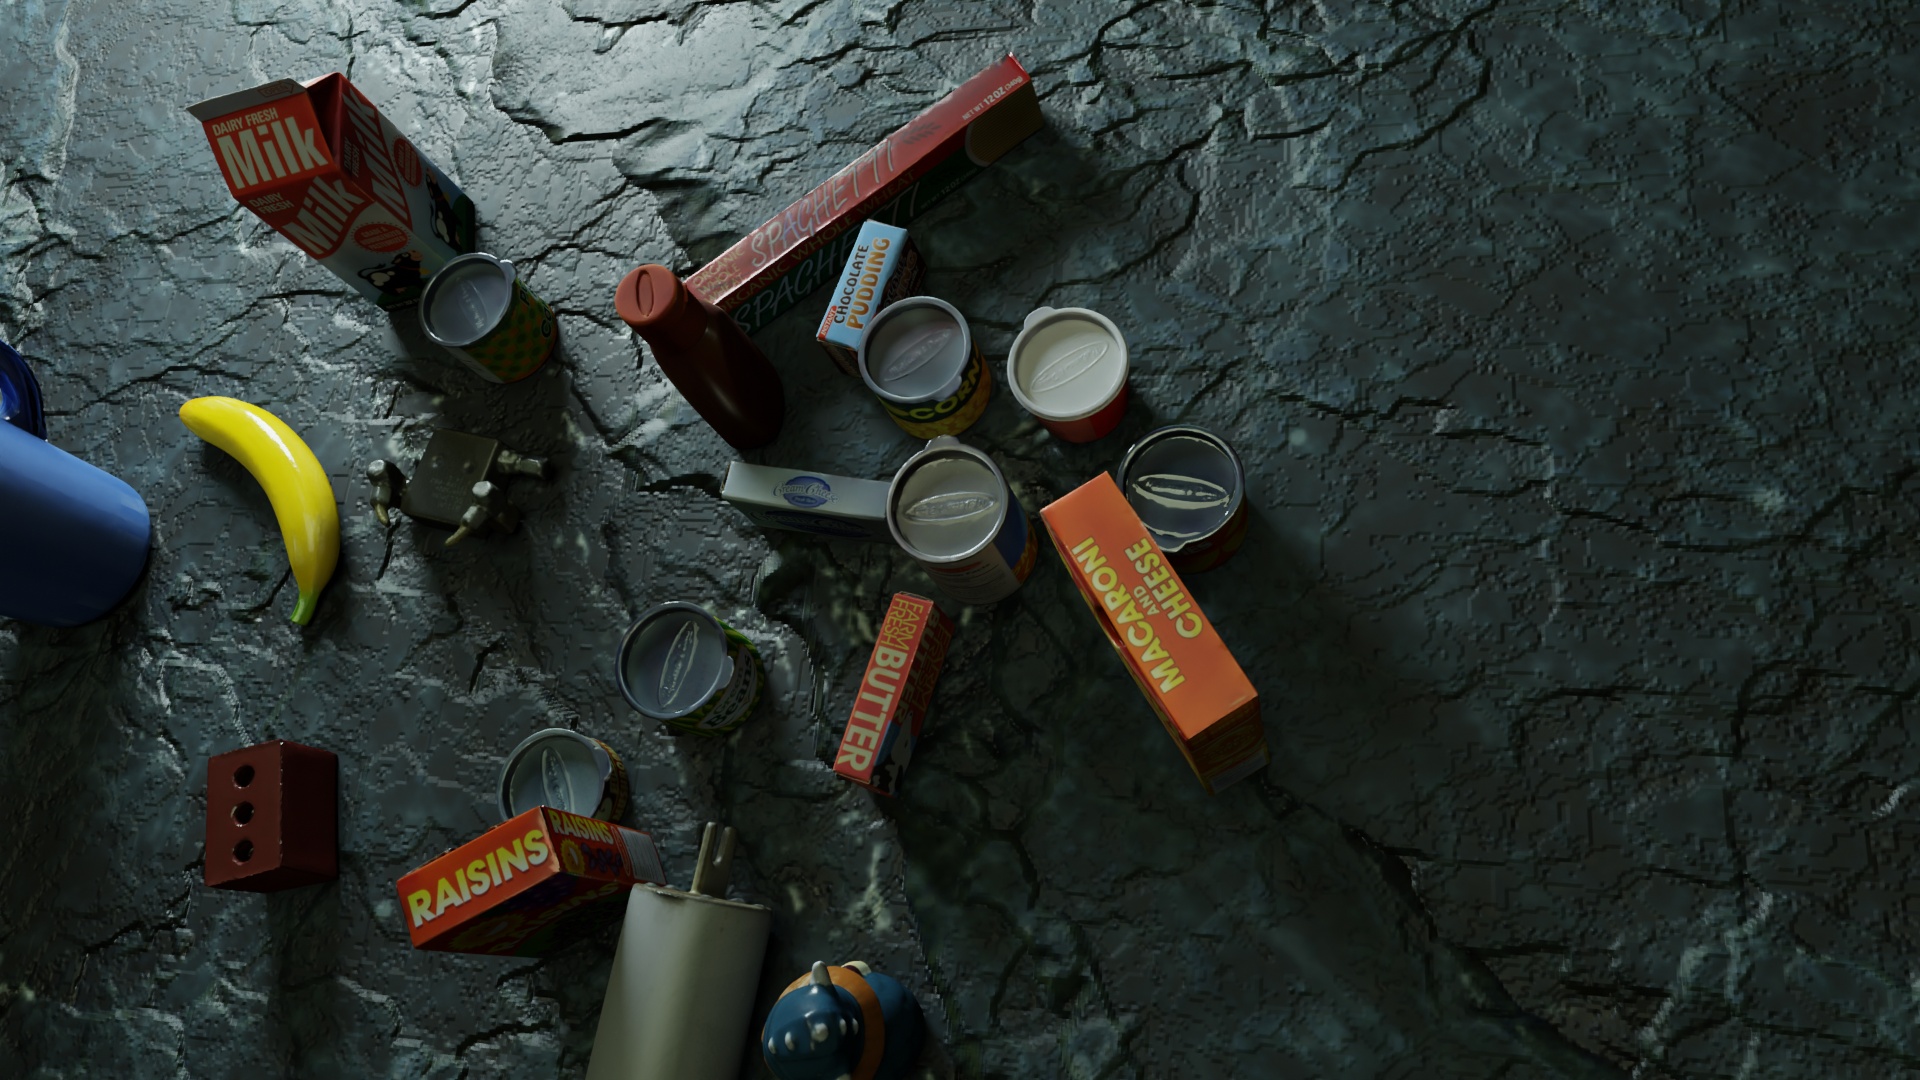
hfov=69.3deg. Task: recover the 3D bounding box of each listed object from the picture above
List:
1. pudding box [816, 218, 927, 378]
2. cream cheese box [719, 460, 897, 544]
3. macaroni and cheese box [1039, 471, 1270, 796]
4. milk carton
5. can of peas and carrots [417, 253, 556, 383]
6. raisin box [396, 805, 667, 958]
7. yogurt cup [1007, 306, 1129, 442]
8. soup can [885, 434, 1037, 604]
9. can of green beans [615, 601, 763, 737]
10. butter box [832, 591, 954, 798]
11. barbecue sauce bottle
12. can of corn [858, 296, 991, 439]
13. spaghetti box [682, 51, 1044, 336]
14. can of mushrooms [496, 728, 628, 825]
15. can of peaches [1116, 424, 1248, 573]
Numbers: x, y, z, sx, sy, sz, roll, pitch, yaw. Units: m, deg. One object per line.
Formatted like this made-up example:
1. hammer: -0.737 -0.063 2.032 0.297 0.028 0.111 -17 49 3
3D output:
1. pudding box: -0.053 -0.144 0.836 0.030 0.049 0.084 17 77 19
2. cream cheese box: -0.080 -0.021 0.798 0.104 0.053 0.024 8 74 17
3. macaroni and cheese box: 0.097 0.051 0.667 0.040 0.166 0.124 -32 67 2
4. milk carton: -0.388 -0.225 0.873 0.072 0.190 0.073 -13 69 10
5. can of peas and carrots: -0.301 -0.144 0.894 0.071 0.058 0.071 -4 71 13
6. raisin box: -0.219 0.180 0.727 0.086 0.123 0.040 -28 67 4
7. yogurt cup: 0.065 -0.090 0.785 0.072 0.054 0.072 -4 71 13
8. soup can: 0.003 -0.009 0.757 0.071 0.083 0.071 -4 71 13
9. can of green beans: -0.151 0.074 0.782 0.071 0.057 0.071 -4 71 13
10. butter box: -0.035 0.084 0.751 0.024 0.053 0.104 14 76 18
11. barbecue sauce bottle: -0.147 -0.107 0.794 0.043 0.148 0.065 -13 69 10
12. can of corn: -0.018 -0.097 0.806 0.071 0.058 0.071 -4 71 13
13. spaghetti box: -0.059 -0.208 0.860 0.250 0.050 0.029 -35 67 0
14. can of mushrooms: -0.223 0.142 0.790 0.071 0.033 0.071 -4 71 13
15. can of peaches: 0.120 -0.019 0.745 0.071 0.058 0.071 -4 71 13
